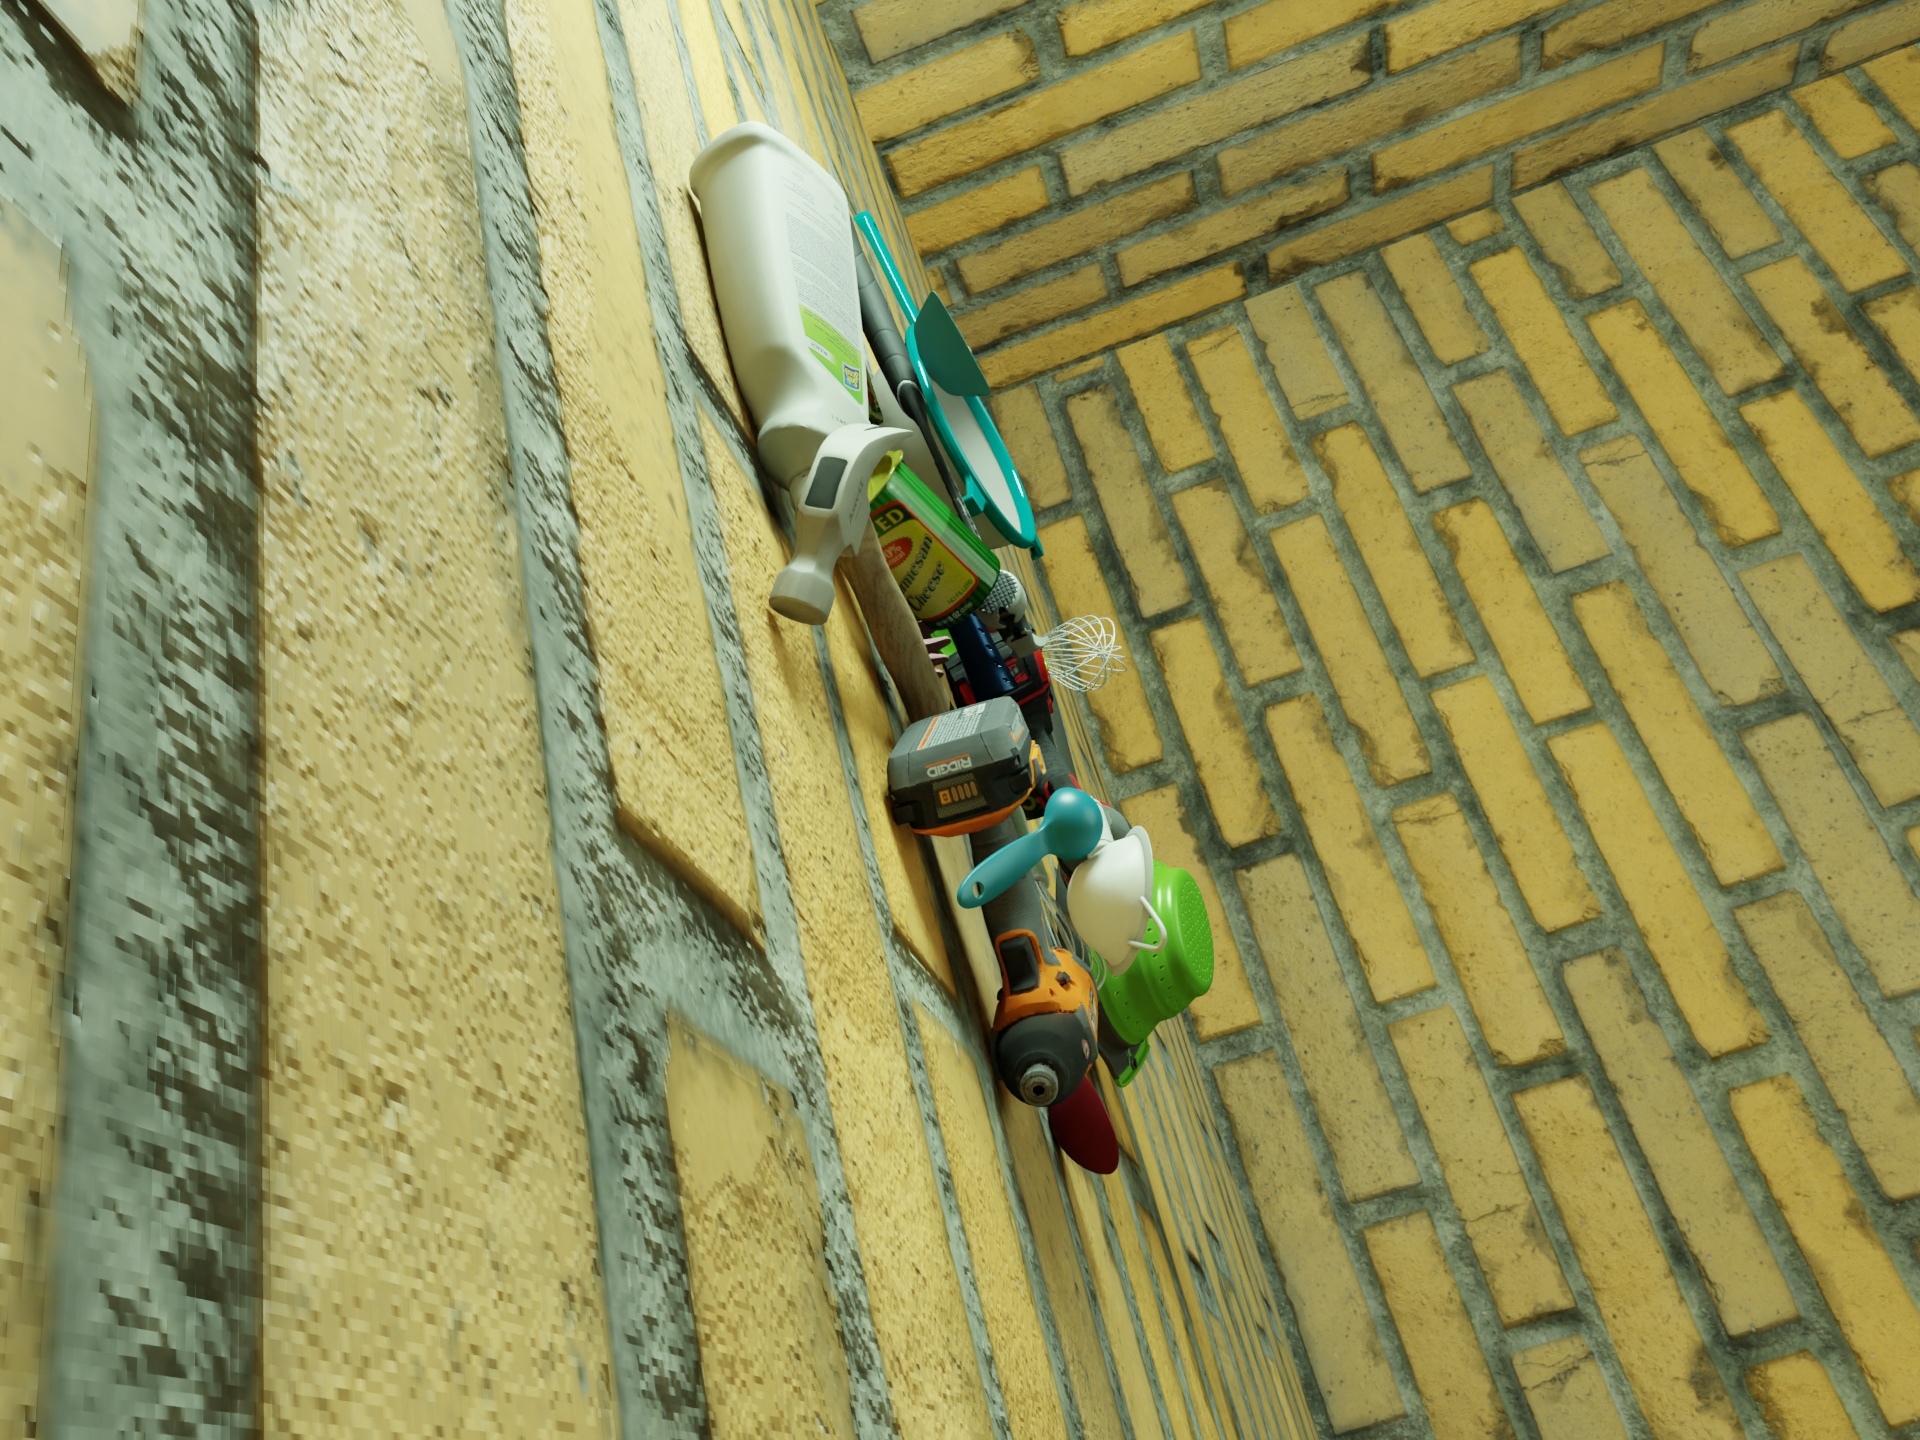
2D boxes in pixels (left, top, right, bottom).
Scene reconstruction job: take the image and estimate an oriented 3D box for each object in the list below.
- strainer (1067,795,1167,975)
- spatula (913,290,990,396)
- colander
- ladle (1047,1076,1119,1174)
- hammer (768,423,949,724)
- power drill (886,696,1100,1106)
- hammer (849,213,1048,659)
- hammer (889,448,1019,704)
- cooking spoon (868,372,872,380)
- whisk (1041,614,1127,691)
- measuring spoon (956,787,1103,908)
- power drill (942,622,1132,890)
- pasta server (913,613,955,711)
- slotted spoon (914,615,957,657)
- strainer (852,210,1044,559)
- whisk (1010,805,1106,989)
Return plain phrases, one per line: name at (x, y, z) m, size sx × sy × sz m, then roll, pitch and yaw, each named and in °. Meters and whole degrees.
strainer at (0.086, 0.086, 0.974) m, size 0.258 × 0.050 × 0.087 m, roll -90°, pitch -167°, yaw -78°
spatula at (-0.002, -0.296, 1.273) m, size 0.082 × 0.044 × 0.317 m, roll 59°, pitch 12°, yaw -10°
colander at (0.140, 0.110, 1.372) m, size 0.204 × 0.094 × 0.397 m, roll -26°, pitch 102°, yaw -68°
ladle at (0.047, 0.172, 1.123) m, size 0.069 × 0.031 × 0.316 m, roll 110°, pitch -30°, yaw -48°
hammer at (-0.042, -0.064, 0.935) m, size 0.331 × 0.031 × 0.130 m, roll 67°, pitch 37°, yaw -69°
power drill at (0.027, 0.112, 0.941) m, size 0.164 × 0.084 × 0.226 m, roll -66°, pitch 139°, yaw -77°
hammer at (-0.027, -0.224, 1.195) m, size 0.149 × 0.036 × 0.409 m, roll 51°, pitch 15°, yaw -67°
hammer at (-0.059, -0.200, 1.167) m, size 0.405 × 0.035 × 0.144 m, roll 65°, pitch 7°, yaw 1°
cooking spoon at (-0.059, -0.231, 1.463) m, size 0.069 × 0.017 × 0.318 m, roll -94°, pitch 164°, yaw -66°
whisk at (0.071, -0.061, 1.493) m, size 0.285 × 0.070 × 0.070 m, roll 6°, pitch -61°, yaw 67°
measuring spoon at (0.043, 0.072, 0.868) m, size 0.128 × 0.021 × 0.042 m, roll -29°, pitch 106°, yaw -48°
power drill at (0.070, 0.038, 1.240) m, size 0.220 × 0.078 × 0.143 m, roll 62°, pitch -4°, yaw 28°
pasta server at (-0.002, -0.004, 1.201) m, size 0.060 × 0.040 × 0.315 m, roll 58°, pitch -3°, yaw 36°
slotted spoon at (-0.051, -0.114, 1.176) m, size 0.313 × 0.031 × 0.070 m, roll 50°, pitch 21°, yaw -66°
strainer at (-0.050, -0.280, 1.374) m, size 0.340 × 0.095 × 0.211 m, roll 66°, pitch 15°, yaw 14°
whisk at (0.063, 0.138, 1.279) m, size 0.247 × 0.059 × 0.057 m, roll -108°, pitch -173°, yaw -52°
